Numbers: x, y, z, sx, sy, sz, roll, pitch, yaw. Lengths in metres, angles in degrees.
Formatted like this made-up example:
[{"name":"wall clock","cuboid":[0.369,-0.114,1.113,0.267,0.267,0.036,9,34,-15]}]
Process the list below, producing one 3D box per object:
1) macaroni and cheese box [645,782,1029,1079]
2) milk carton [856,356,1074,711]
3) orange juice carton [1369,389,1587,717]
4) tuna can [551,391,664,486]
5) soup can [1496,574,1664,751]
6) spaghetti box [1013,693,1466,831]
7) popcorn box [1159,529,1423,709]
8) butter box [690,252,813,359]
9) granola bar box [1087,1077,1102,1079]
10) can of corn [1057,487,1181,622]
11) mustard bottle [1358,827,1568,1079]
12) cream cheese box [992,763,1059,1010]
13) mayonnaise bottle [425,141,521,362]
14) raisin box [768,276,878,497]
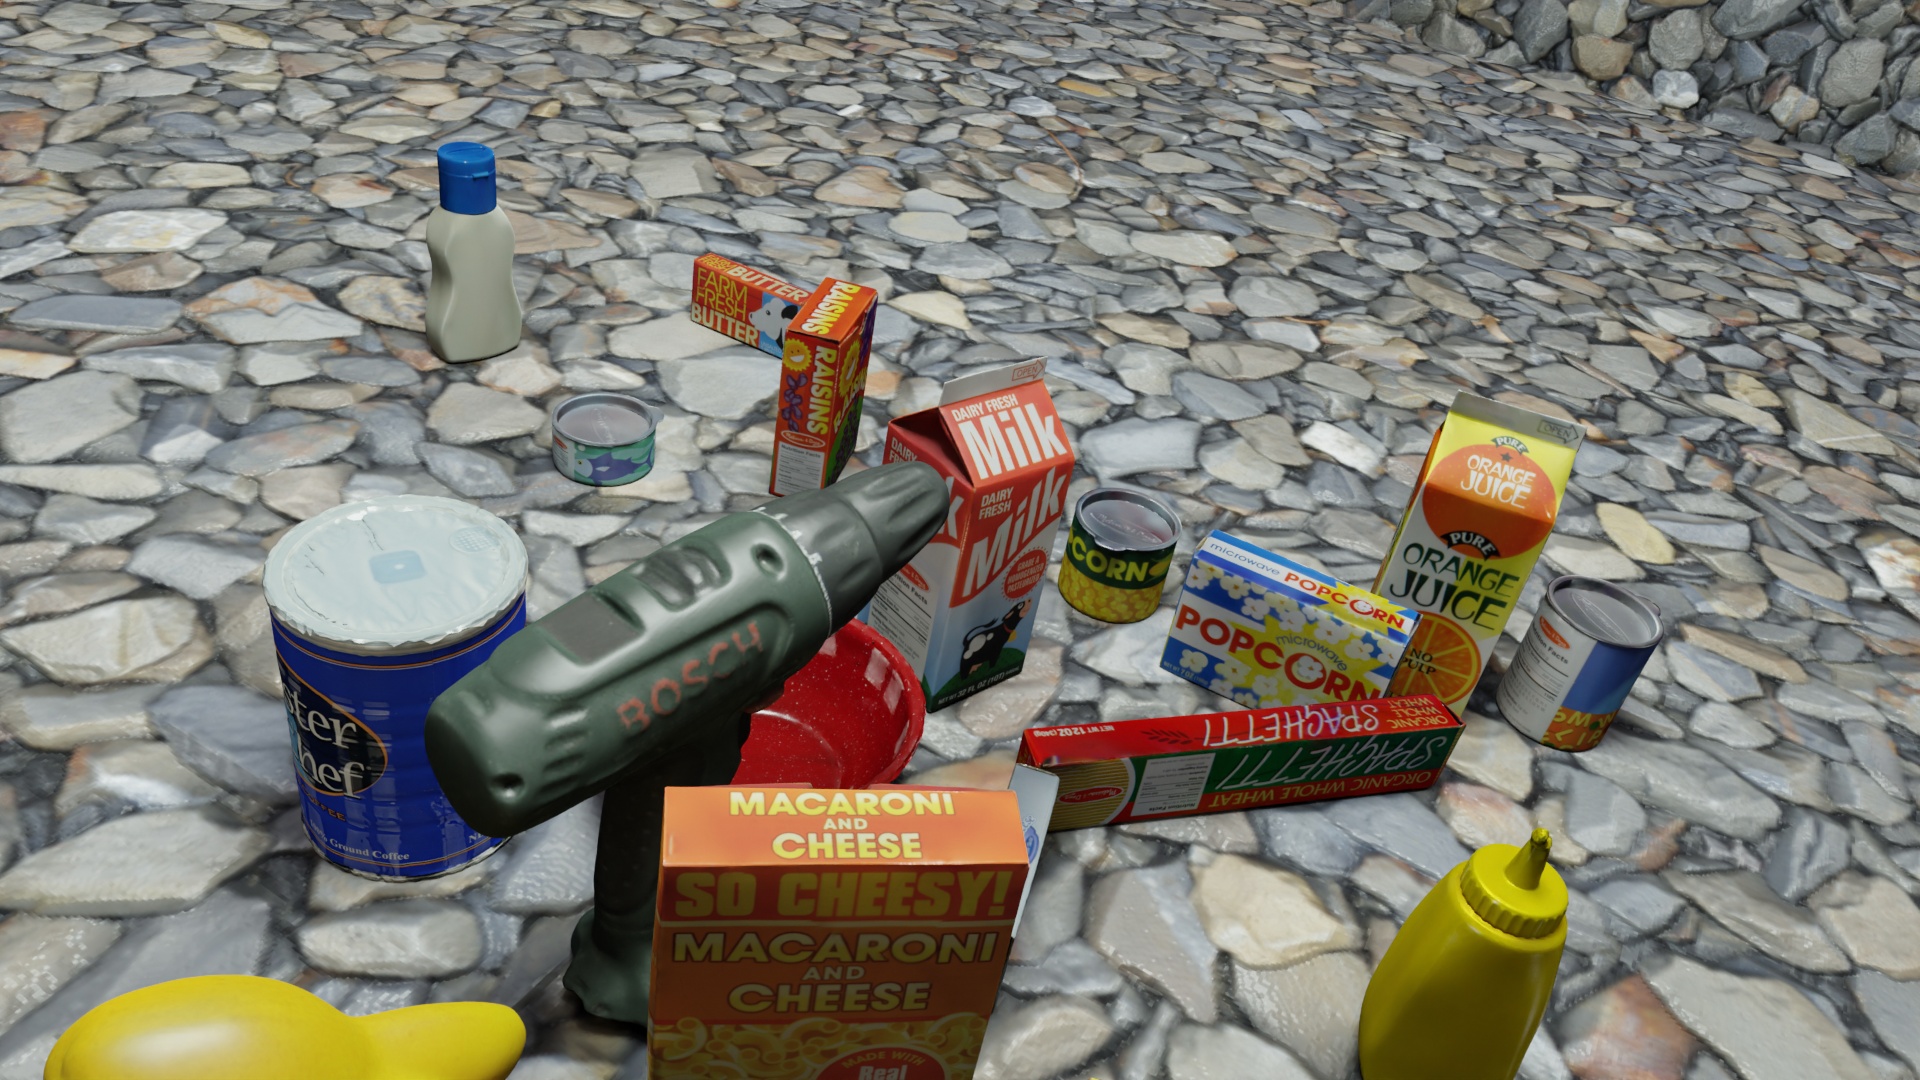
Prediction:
[{"name":"macaroni and cheese box","cuboid":[-0.051,0.160,0.511,0.124,0.165,0.040,3,35,-12]},{"name":"milk carton","cuboid":[0.003,-0.009,0.745,0.072,0.189,0.073,-20,45,-36]},{"name":"orange juice carton","cuboid":[0.287,0.006,0.801,0.072,0.191,0.073,20,36,13]},{"name":"tuna can","cuboid":[-0.228,-0.066,0.900,0.071,0.032,0.071,7,35,-5]},{"name":"soup can","cuboid":[0.367,0.073,0.823,0.071,0.083,0.072,7,35,-5]},{"name":"spaghetti box","cuboid":[0.148,0.116,0.731,0.250,0.049,0.029,-2,37,-19]},{"name":"popcorn box","cuboid":[0.185,0.057,0.793,0.127,0.084,0.038,24,37,18]},{"name":"butter box","cuboid":[-0.159,-0.178,1.059,0.103,0.052,0.024,25,37,19]},{"name":"granola bar box","cuboid":[0.026,0.269,0.415,0.039,0.123,0.166,17,35,8]},{"name":"can of corn","cuboid":[0.097,0.010,0.859,0.071,0.058,0.071,7,35,-5]},{"name":"mustard bottle","cuboid":[0.214,0.173,0.572,0.065,0.159,0.049,17,35,9]},{"name":"cream cheese box","cuboid":[0.020,0.157,0.634,0.024,0.053,0.104,16,35,7]},{"name":"mayonnaise bottle","cuboid":[-0.337,-0.197,0.955,0.065,0.147,0.041,-24,48,-40]},{"name":"raisin box","cuboid":[-0.089,-0.097,0.903,0.040,0.122,0.086,15,35,6]}]
